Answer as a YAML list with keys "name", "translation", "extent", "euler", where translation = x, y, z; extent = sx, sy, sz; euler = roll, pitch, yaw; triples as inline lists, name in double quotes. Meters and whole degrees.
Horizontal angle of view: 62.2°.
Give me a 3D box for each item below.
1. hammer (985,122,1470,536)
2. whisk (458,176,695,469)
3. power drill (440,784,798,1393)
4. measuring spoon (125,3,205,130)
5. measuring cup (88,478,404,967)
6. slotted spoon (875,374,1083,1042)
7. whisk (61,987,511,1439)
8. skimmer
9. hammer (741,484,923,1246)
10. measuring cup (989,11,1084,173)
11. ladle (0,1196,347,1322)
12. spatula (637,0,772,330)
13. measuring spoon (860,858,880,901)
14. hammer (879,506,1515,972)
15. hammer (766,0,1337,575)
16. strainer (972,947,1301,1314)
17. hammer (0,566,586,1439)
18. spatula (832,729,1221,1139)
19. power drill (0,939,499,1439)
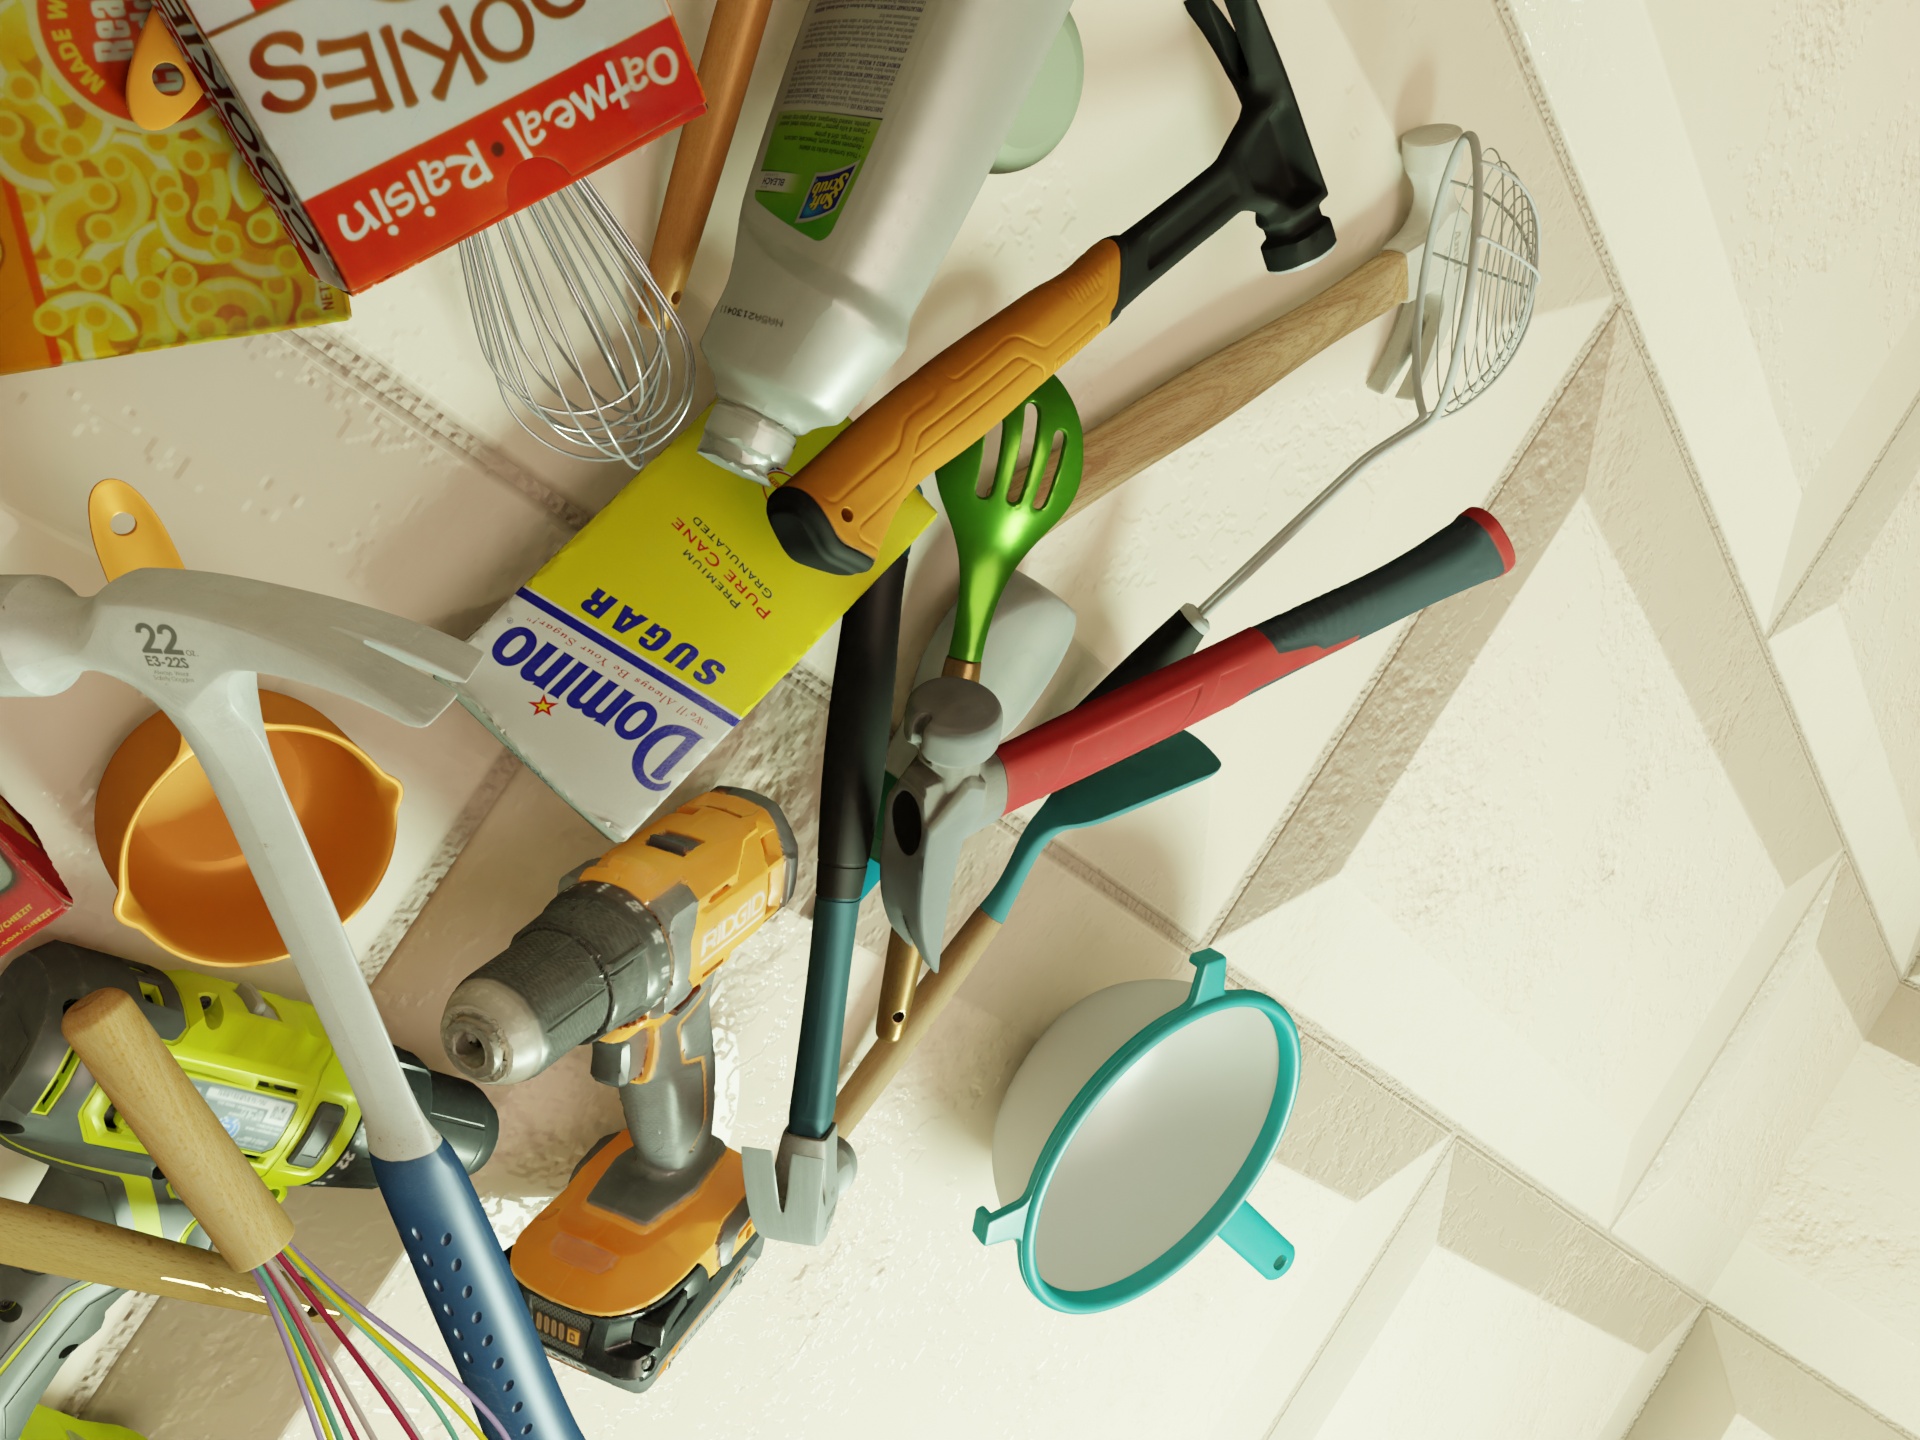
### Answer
- name: "hammer"
  translation: [0.144, -0.174, 0.794]
  extent: [0.331, 0.031, 0.129]
  euler: [-35, 131, -24]
- name: "whisk"
  translation: [-0.154, -0.203, 0.489]
  extent: [0.070, 0.070, 0.284]
  euler: [-37, 128, -22]
- name: "power drill"
  translation: [-0.137, 0.156, 0.639]
  extent: [0.185, 0.084, 0.226]
  euler: [-37, 138, -61]
- name: "measuring spoon"
  translation: [-0.190, -0.209, 0.424]
  extent: [0.021, 0.011, 0.117]
  euler: [29, 88, -46]
- name: "measuring cup"
  translation: [-0.247, -0.003, 0.513]
  extent: [0.095, 0.052, 0.173]
  euler: [-28, 126, -29]
- name: "slotted spoon"
  translation: [-0.001, -0.002, 0.703]
  extent: [0.070, 0.031, 0.313]
  euler: [7, 103, -22]
- name: "whisk"
  translation: [-0.221, 0.192, 0.522]
  extent: [0.244, 0.047, 0.051]
  euler: [65, 30, -19]
- name: "skimmer"
  translation: [0.136, -0.112, 0.764]
  extent: [0.090, 0.127, 0.363]
  euler: [44, 105, -5]
- name: "hammer"
  translation: [-0.050, 0.060, 0.678]
  extent: [0.128, 0.033, 0.331]
  euler: [-17, 114, -84]
- name: "measuring cup"
  translation: [-0.006, -0.215, 0.627]
  extent: [0.083, 0.038, 0.167]
  euler: [30, 88, -47]
- name: "ladle"
  translation: [-0.298, 0.139, 0.454]
  extent: [0.069, 0.031, 0.315]
  euler: [-57, 140, -10]
- name: "spatula"
  translation: [-0.050, -0.273, 0.510]
  extent: [0.081, 0.041, 0.322]
  euler: [-27, 146, -56]
- name: "measuring spoon"
  translation: [-0.022, 0.057, 0.771]
  extent: [0.128, 0.021, 0.042]
  euler: [-48, 135, -14]
- name: "hammer"
  translation: [0.126, -0.013, 0.743]
  extent: [0.386, 0.038, 0.143]
  euler: [-24, 140, -32]
- name: "hammer"
  translation: [0.042, -0.171, 0.634]
  extent: [0.337, 0.034, 0.127]
  euler: [-45, 121, -31]
- name: "strainer"
  translation: [0.118, 0.258, 0.959]
  extent: [0.211, 0.095, 0.340]
  euler: [-48, 138, -8]
- name: "hammer"
  translation: [-0.181, 0.132, 0.522]
  extent: [0.035, 0.144, 0.405]
  euler: [-70, 157, -54]
- name: "spatula"
  translation: [0.009, 0.125, 0.805]
  extent: [0.044, 0.082, 0.317]
  euler: [35, 95, -21]
- name: "power drill"
  translation: [-0.288, 0.203, 0.568]
  extent: [0.190, 0.080, 0.228]
  euler: [33, 85, -46]
